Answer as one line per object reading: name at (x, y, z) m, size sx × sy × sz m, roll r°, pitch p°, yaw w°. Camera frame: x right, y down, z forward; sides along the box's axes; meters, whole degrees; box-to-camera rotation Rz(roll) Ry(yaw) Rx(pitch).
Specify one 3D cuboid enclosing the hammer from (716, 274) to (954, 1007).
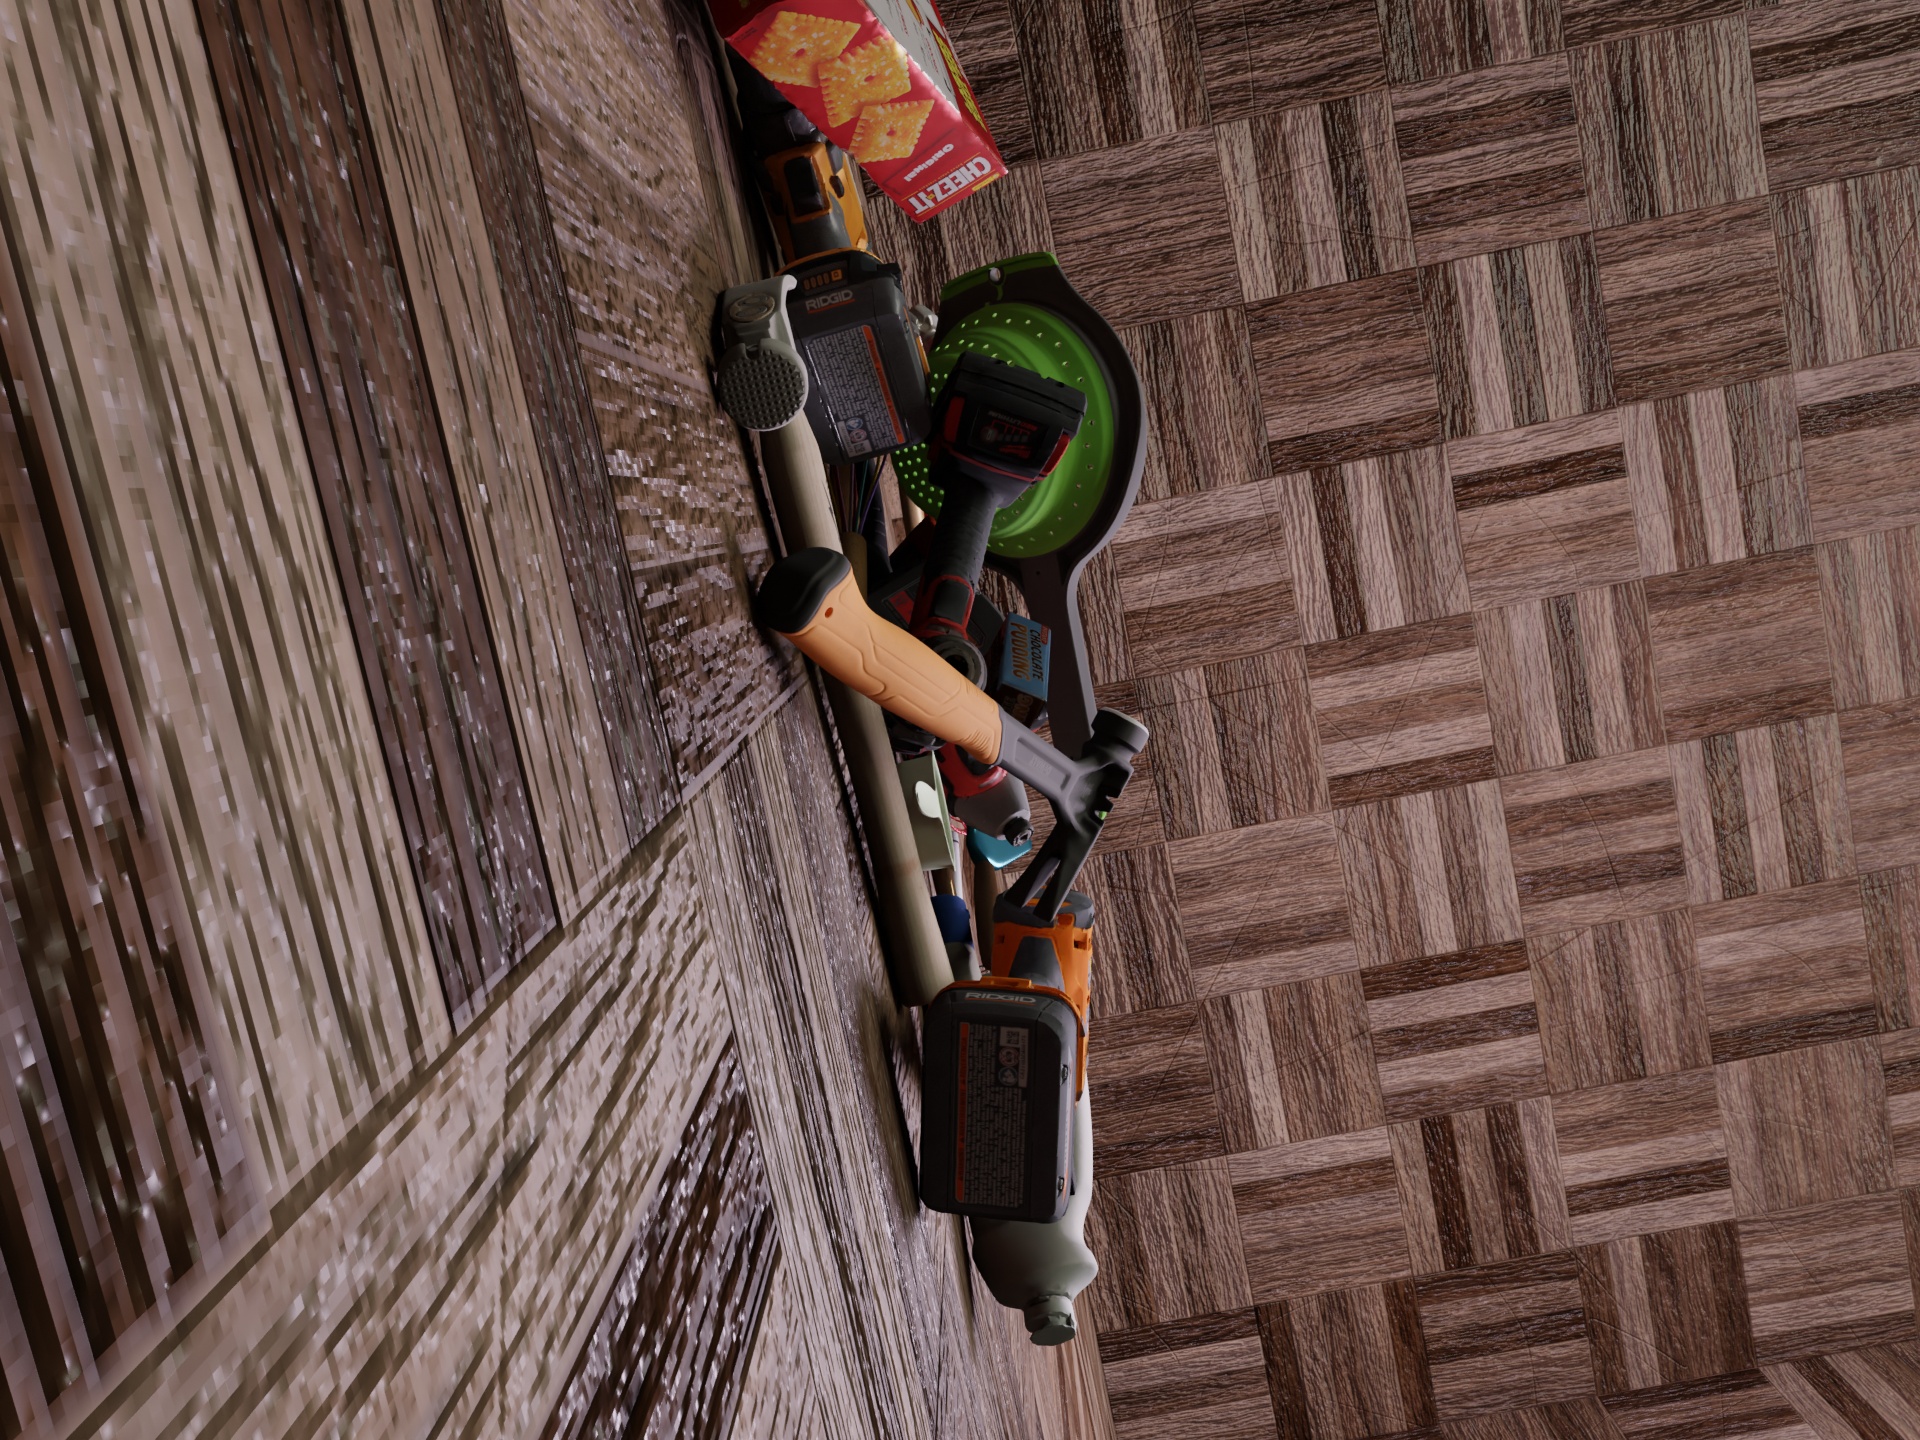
hammer at (-0.056, -0.020, 0.822) m, size 0.146 × 0.038 × 0.410 m, roll -100°, pitch 178°, yaw -58°

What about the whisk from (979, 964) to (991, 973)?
whisk at (0.034, 0.205, 1.318) m, size 0.059 × 0.058 × 0.246 m, roll 41°, pitch -22°, yaw 11°

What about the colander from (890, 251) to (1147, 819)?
colander at (0.034, -0.115, 1.094) m, size 0.094 × 0.204 × 0.397 m, roll -18°, pitch 100°, yaw -47°

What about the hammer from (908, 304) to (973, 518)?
hammer at (-0.010, -0.171, 1.342) m, size 0.143 × 0.038 × 0.386 m, roll 45°, pitch -24°, yaw 17°

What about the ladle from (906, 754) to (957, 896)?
ladle at (-0.001, 0.126, 1.247) m, size 0.078 × 0.062 × 0.320 m, roll 91°, pitch -12°, yaw -66°

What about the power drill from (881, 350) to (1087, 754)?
power drill at (0.002, -0.092, 0.919) m, size 0.188 × 0.080 × 0.227 m, roll 148°, pitch -41°, yaw -78°

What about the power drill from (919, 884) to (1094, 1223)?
power drill at (0.035, 0.197, 0.901) m, size 0.226 × 0.084 × 0.164 m, roll -39°, pitch 131°, yaw -77°

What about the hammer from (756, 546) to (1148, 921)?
hammer at (-0.001, 0.005, 0.789) m, size 0.127 × 0.034 × 0.336 m, roll -62°, pitch 147°, yaw -5°

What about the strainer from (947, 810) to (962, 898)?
strainer at (-0.012, 0.090, 1.314) m, size 0.087 × 0.050 × 0.259 m, roll -31°, pitch -125°, yaw 45°

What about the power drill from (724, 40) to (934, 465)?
power drill at (-0.085, -0.287, 0.930) m, size 0.185 × 0.084 × 0.226 m, roll 71°, pitch 3°, yaw -56°

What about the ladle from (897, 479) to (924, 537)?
ladle at (-0.042, -0.197, 1.272) m, size 0.315 × 0.031 × 0.069 m, roll 83°, pitch -5°, yaw -56°

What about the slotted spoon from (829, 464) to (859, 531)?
slotted spoon at (-0.079, -0.167, 1.068) m, size 0.070 × 0.031 × 0.314 m, roll 99°, pitch -11°, yaw -48°

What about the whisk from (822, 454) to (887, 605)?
whisk at (-0.072, -0.123, 0.968) m, size 0.047 × 0.051 × 0.245 m, roll 48°, pitch 28°, yaw -42°

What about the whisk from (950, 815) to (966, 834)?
whisk at (-0.017, 0.011, 1.451) m, size 0.073 × 0.073 × 0.295 m, roll -99°, pitch 170°, yaw -46°

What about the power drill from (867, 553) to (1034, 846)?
power drill at (-0.002, -0.004, 1.122) m, size 0.143 × 0.078 × 0.219 m, roll 51°, pitch -15°, yaw 29°

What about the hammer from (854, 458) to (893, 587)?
hammer at (-0.077, -0.202, 1.217) m, size 0.335 × 0.035 × 0.146 m, roll -99°, pitch 176°, yaw -45°

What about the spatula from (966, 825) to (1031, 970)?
spatula at (0.028, 0.113, 1.173) m, size 0.318 × 0.044 × 0.082 m, roll -92°, pitch 160°, yaw -76°

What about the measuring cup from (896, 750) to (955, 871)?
measuring cup at (-0.033, 0.058, 1.017) m, size 0.167 × 0.038 × 0.083 m, roll 52°, pitch 26°, yaw -81°
